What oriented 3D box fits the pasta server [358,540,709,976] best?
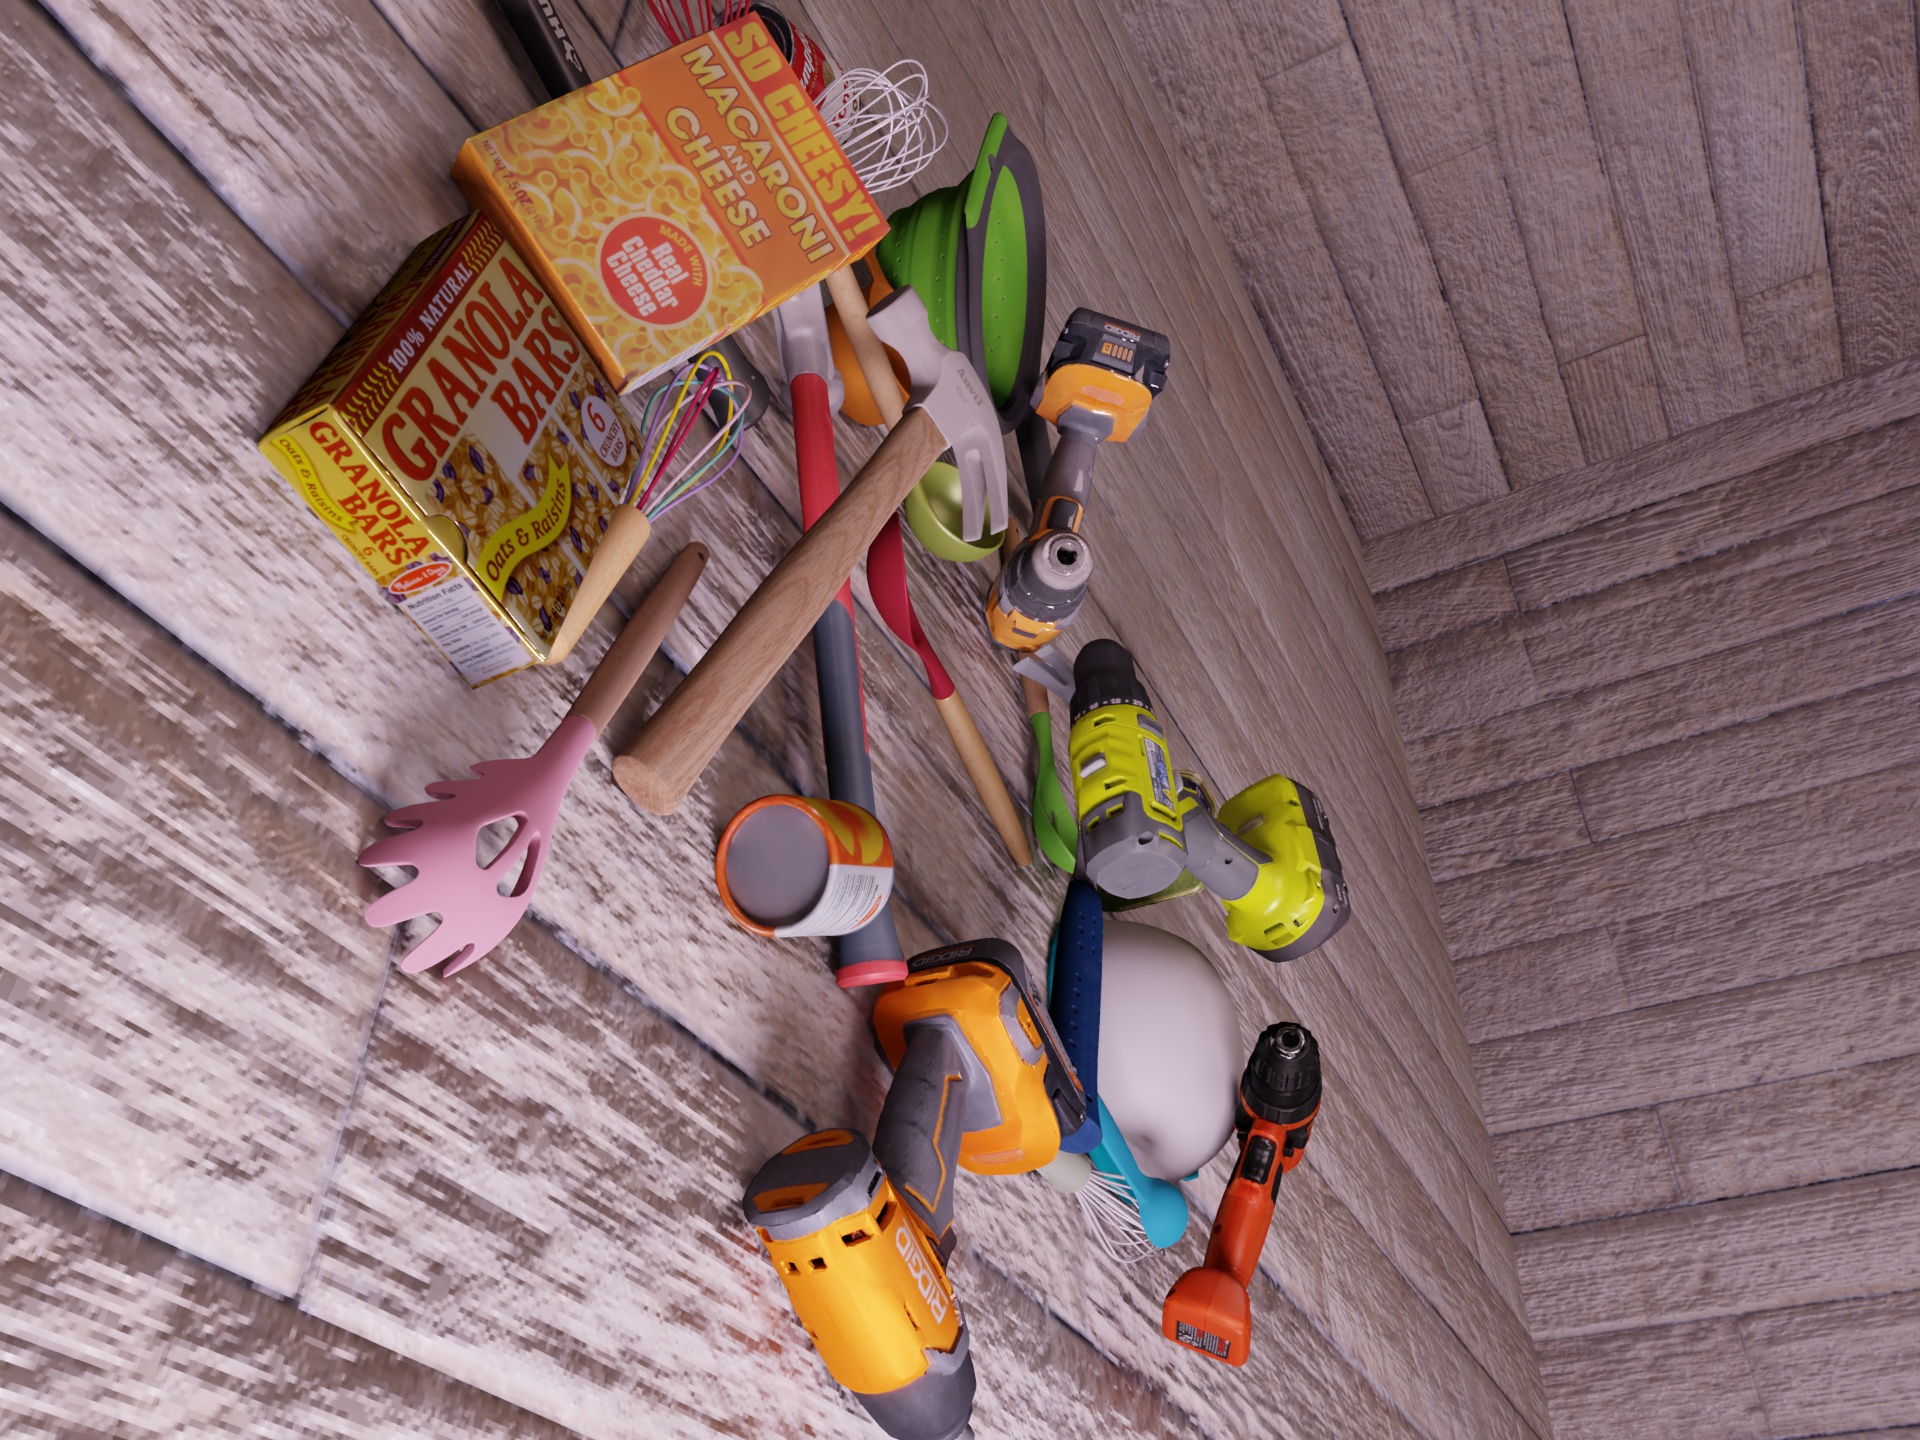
[{"bbox_3d":[-0.158,-0.006,0.666,0.060,0.040,0.316,62,19,-23],"label":"pasta server"}]

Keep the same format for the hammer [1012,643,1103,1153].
[{"bbox_3d":[0.077,0.102,1.034,0.144,0.035,0.406,46,29,-23],"label":"hammer"}]

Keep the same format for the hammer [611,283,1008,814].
[{"bbox_3d":[-0.066,-0.078,0.784,0.130,0.031,0.331,52,48,-24],"label":"hammer"}]

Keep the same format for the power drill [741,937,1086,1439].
[{"bbox_3d":[-0.010,0.226,0.765,0.164,0.084,0.226,66,26,-16],"label":"power drill"}]

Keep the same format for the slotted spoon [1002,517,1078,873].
[{"bbox_3d":[0.057,-0.024,1.197,0.070,0.031,0.314,40,35,-53],"label":"slotted spoon"}]

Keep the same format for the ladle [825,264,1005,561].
[{"bbox_3d":[-0.030,-0.195,0.981,0.319,0.062,0.078,65,5,-63],"label":"ladle"}]

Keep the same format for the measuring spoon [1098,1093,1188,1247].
[{"bbox_3d":[0.108,0.267,0.970,0.128,0.021,0.042,60,31,-18],"label":"measuring spoon"}]

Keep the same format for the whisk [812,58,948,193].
[{"bbox_3d":[-0.105,-0.270,0.819,0.285,0.070,0.070,-44,117,-33],"label":"whisk"}]

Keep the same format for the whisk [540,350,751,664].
[{"bbox_3d":[-0.149,-0.106,0.741,0.051,0.047,0.245,26,40,-6],"label":"whisk"}]

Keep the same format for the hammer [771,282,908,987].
[{"bbox_3d":[-0.069,-0.054,0.848,0.143,0.038,0.387,86,-3,-72],"label":"hammer"}]

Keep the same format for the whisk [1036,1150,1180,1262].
[{"bbox_3d":[0.072,0.280,0.971,0.246,0.059,0.058,45,-3,-42],"label":"whisk"}]

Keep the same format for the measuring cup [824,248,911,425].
[{"bbox_3d":[-0.074,-0.278,1.051,0.173,0.052,0.095,69,21,-2],"label":"measuring cup"}]

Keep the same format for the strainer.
[{"bbox_3d":[0.120,0.217,1.062,0.340,0.095,0.211,22,53,-64],"label":"strainer"}]

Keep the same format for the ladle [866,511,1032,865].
[{"bbox_3d":[-0.002,-0.003,0.976,0.315,0.031,0.069,65,13,-46],"label":"ladle"}]

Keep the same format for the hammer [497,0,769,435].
[{"bbox_3d":[-0.188,-0.299,0.811,0.334,0.035,0.146,63,22,-22],"label":"hammer"}]

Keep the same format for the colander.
[{"bbox_3d":[0.010,-0.267,1.212,0.396,0.094,0.205,72,27,-56],"label":"colander"}]

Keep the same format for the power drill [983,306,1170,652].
[{"bbox_3d":[0.078,-0.167,1.108,0.185,0.084,0.226,131,-24,-80],"label":"power drill"}]

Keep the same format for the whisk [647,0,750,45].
[{"bbox_3d":[-0.145,-0.380,0.926,0.073,0.073,0.296,32,43,-58],"label":"whisk"}]

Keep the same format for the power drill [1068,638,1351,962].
[{"bbox_3d":[0.161,0.056,1.094,0.228,0.080,0.191,31,39,-35],"label":"power drill"}]
